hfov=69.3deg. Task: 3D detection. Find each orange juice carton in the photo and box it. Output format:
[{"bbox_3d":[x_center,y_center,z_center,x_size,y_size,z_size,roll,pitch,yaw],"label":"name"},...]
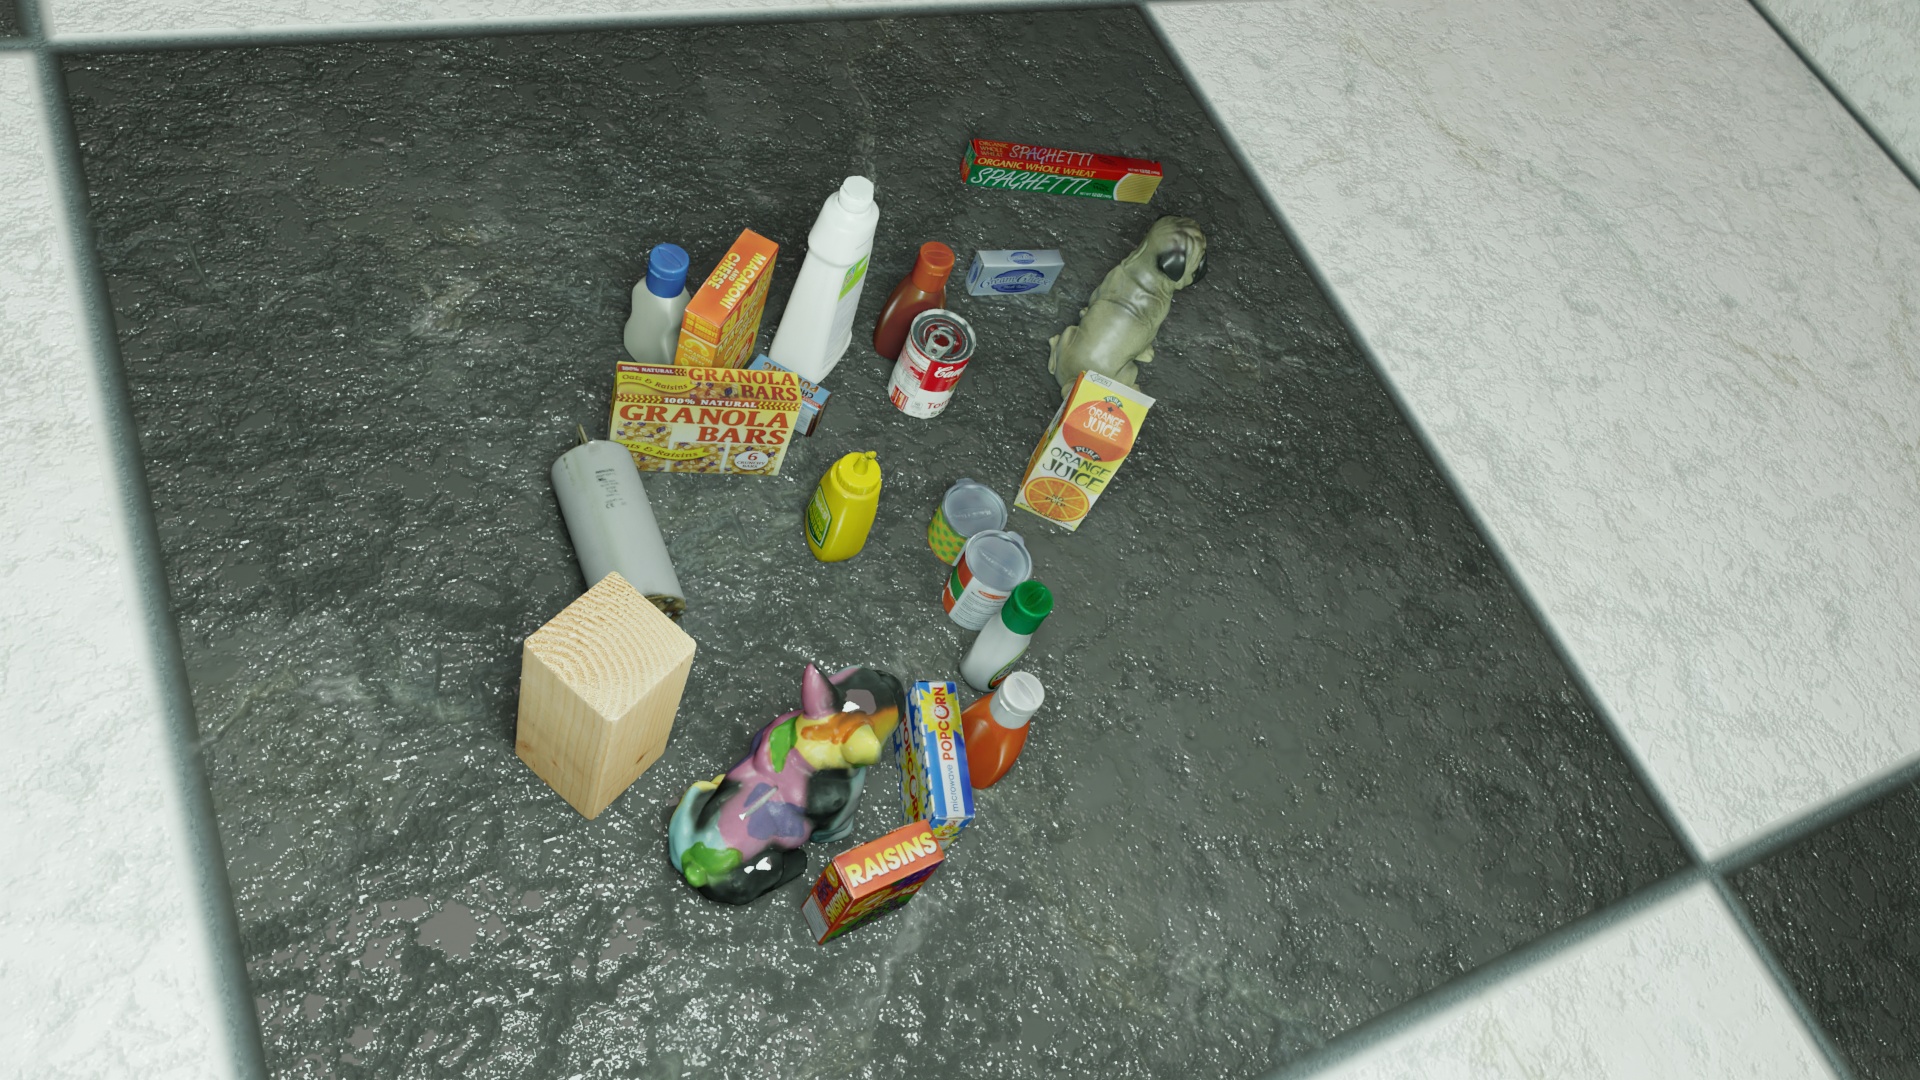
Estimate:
[{"bbox_3d":[0.124,-0.098,1.378,0.072,0.191,0.073,24,54,-4],"label":"orange juice carton"}]

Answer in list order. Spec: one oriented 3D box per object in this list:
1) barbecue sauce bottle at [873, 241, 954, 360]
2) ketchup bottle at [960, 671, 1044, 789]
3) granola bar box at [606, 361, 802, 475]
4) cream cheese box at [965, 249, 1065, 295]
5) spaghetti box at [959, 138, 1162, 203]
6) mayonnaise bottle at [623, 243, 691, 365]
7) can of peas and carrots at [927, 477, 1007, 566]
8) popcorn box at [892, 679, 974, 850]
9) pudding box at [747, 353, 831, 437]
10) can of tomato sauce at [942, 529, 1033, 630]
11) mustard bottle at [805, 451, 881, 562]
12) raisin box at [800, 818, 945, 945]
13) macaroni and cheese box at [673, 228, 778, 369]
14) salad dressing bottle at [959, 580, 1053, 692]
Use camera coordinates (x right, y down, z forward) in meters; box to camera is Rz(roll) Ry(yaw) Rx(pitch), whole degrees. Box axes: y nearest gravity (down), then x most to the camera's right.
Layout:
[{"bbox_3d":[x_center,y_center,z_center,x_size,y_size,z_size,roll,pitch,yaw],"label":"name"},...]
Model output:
[{"bbox_3d":[-0.044,-0.246,1.440,0.065,0.147,0.044,3,58,-18],"label":"barbecue sauce bottle"},{"bbox_3d":[0.031,0.162,1.206,0.044,0.148,0.065,-29,72,-32],"label":"ketchup bottle"},{"bbox_3d":[-0.242,-0.112,1.297,0.166,0.123,0.039,1,59,-19],"label":"granola bar box"},{"bbox_3d":[0.061,-0.303,1.573,0.104,0.053,0.024,-6,61,-23],"label":"cream cheese box"},{"bbox_3d":[0.124,-0.448,1.690,0.250,0.050,0.029,1,59,-19],"label":"spaghetti box"},{"bbox_3d":[-0.288,-0.223,1.337,0.065,0.147,0.041,40,55,7],"label":"mayonnaise bottle"},{"bbox_3d":[0.005,-0.017,1.366,0.071,0.058,0.071,9,56,-14],"label":"can of peas and carrots"},{"bbox_3d":[-0.026,0.196,1.203,0.038,0.084,0.127,2,58,-19],"label":"popcorn box"},{"bbox_3d":[-0.176,-0.145,1.388,0.084,0.049,0.030,28,54,-1],"label":"pudding box"},{"bbox_3d":[0.025,0.037,1.324,0.071,0.082,0.071,9,56,-14],"label":"can of tomato sauce"},{"bbox_3d":[-0.105,-0.040,1.279,0.049,0.159,0.065,-10,63,-25],"label":"mustard bottle"},{"bbox_3d":[-0.071,0.274,1.113,0.086,0.122,0.040,-17,66,-28],"label":"raisin box"},{"bbox_3d":[-0.229,-0.199,1.331,0.040,0.165,0.124,27,54,-2],"label":"macaroni and cheese box"},{"bbox_3d":[0.042,0.087,1.259,0.044,0.147,0.064,42,55,9],"label":"salad dressing bottle"}]
